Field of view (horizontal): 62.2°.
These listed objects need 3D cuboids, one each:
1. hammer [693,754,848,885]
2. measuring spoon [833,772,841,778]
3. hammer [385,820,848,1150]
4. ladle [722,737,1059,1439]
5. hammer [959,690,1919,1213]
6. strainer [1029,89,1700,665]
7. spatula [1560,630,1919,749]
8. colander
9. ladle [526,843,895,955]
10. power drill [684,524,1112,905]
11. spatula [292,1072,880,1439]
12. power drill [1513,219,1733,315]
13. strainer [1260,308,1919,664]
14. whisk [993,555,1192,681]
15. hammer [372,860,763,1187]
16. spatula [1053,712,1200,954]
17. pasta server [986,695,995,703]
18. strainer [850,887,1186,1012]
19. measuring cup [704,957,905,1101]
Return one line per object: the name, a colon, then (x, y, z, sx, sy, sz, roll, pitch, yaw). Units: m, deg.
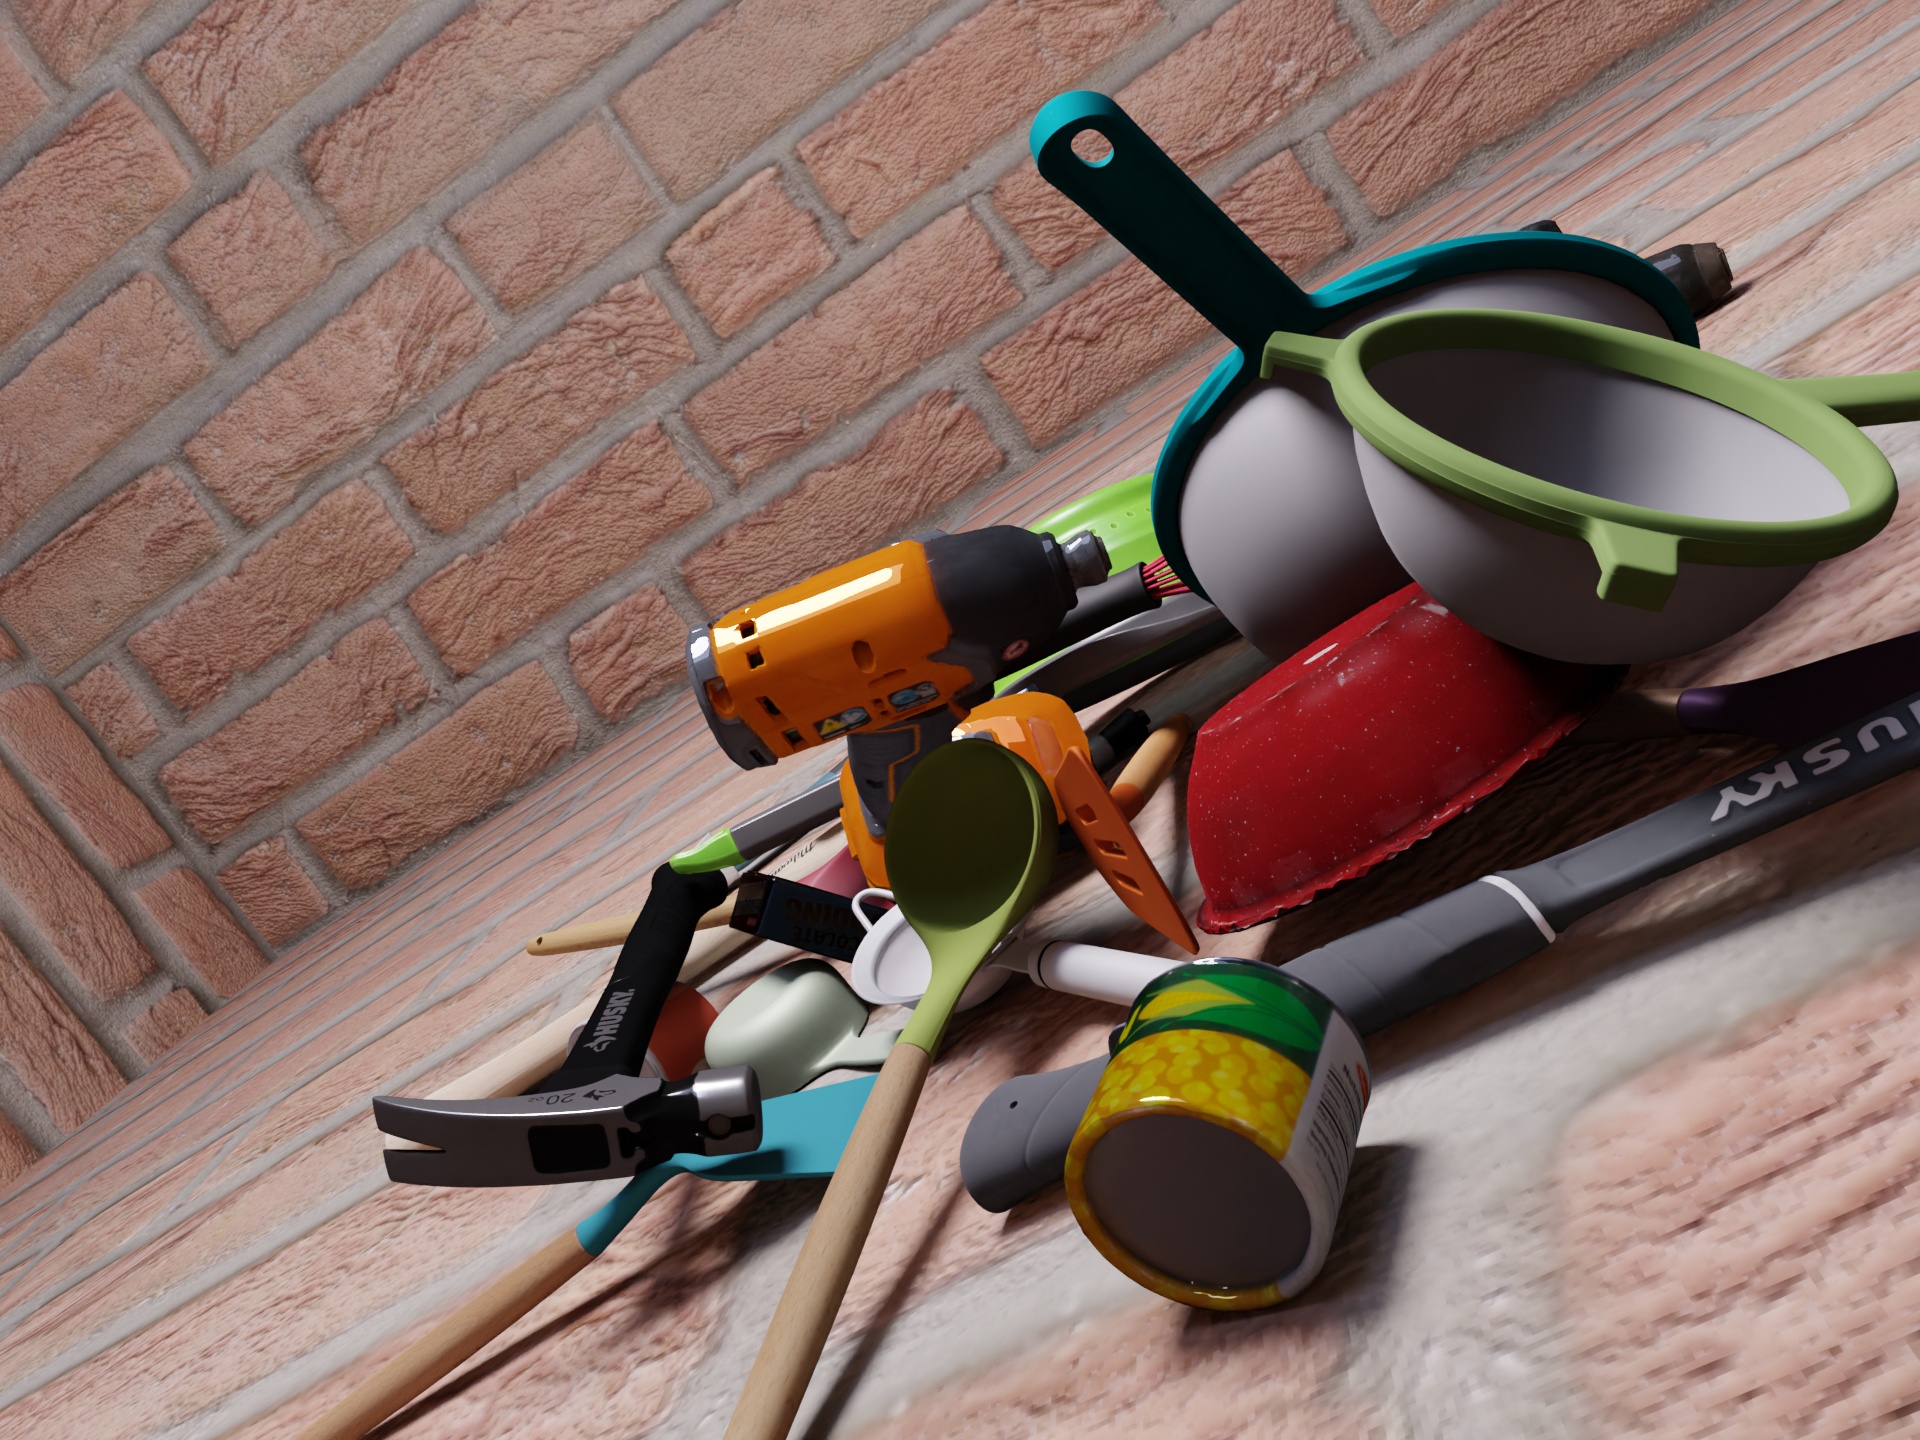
hammer: (-0.082, 0.038, 1.201, 0.331, 0.033, 0.128, -37, 12, -15)
measuring spoon: (-0.059, 0.033, 1.012, 0.034, 0.018, 0.124, -16, 17, 49)
hammer: (-0.181, 0.156, 0.981, 0.410, 0.038, 0.146, -34, 12, 2)
ladle: (-0.032, 0.122, 0.519, 0.078, 0.062, 0.320, -24, 26, 35)
hammer: (0.165, 0.046, 0.418, 0.409, 0.036, 0.149, -32, 20, 24)
strainer: (0.142, -0.089, 0.549, 0.211, 0.340, 0.095, -32, 53, 29)
spatula: (0.221, -0.003, 0.525, 0.060, 0.018, 0.316, -43, 15, -22)
colander: (0.012, -0.037, 0.864, 0.397, 0.094, 0.204, -25, -5, -6)
ladle: (-0.143, 0.112, 0.921, 0.315, 0.031, 0.069, -14, 54, 33)
power drill: (-0.001, -0.002, 0.681, 0.164, 0.084, 0.226, -21, -27, 5)
spatula: (-0.162, 0.232, 0.639, 0.317, 0.044, 0.082, -38, 10, 9)
power drill: (0.338, -0.229, 0.915, 0.188, 0.080, 0.226, -19, 0, 30)
strainer: (0.219, -0.068, 0.477, 0.256, 0.069, 0.152, -10, 37, -27)
whisk: (0.105, -0.070, 0.735, 0.296, 0.073, 0.073, -22, 15, 25)
hammer: (-0.154, 0.124, 0.738, 0.146, 0.035, 0.335, -7, 11, -1)
spatula: (0.082, 0.025, 0.675, 0.041, 0.081, 0.322, -31, 1, 17)
pasta server: (0.018, -0.027, 1.120, 0.060, 0.040, 0.316, -32, 14, 12)
strainer: (0.031, 0.095, 0.610, 0.087, 0.050, 0.258, -40, 18, -25)
measuring cup: (-0.061, 0.134, 0.707, 0.083, 0.038, 0.167, -41, 11, -33)
